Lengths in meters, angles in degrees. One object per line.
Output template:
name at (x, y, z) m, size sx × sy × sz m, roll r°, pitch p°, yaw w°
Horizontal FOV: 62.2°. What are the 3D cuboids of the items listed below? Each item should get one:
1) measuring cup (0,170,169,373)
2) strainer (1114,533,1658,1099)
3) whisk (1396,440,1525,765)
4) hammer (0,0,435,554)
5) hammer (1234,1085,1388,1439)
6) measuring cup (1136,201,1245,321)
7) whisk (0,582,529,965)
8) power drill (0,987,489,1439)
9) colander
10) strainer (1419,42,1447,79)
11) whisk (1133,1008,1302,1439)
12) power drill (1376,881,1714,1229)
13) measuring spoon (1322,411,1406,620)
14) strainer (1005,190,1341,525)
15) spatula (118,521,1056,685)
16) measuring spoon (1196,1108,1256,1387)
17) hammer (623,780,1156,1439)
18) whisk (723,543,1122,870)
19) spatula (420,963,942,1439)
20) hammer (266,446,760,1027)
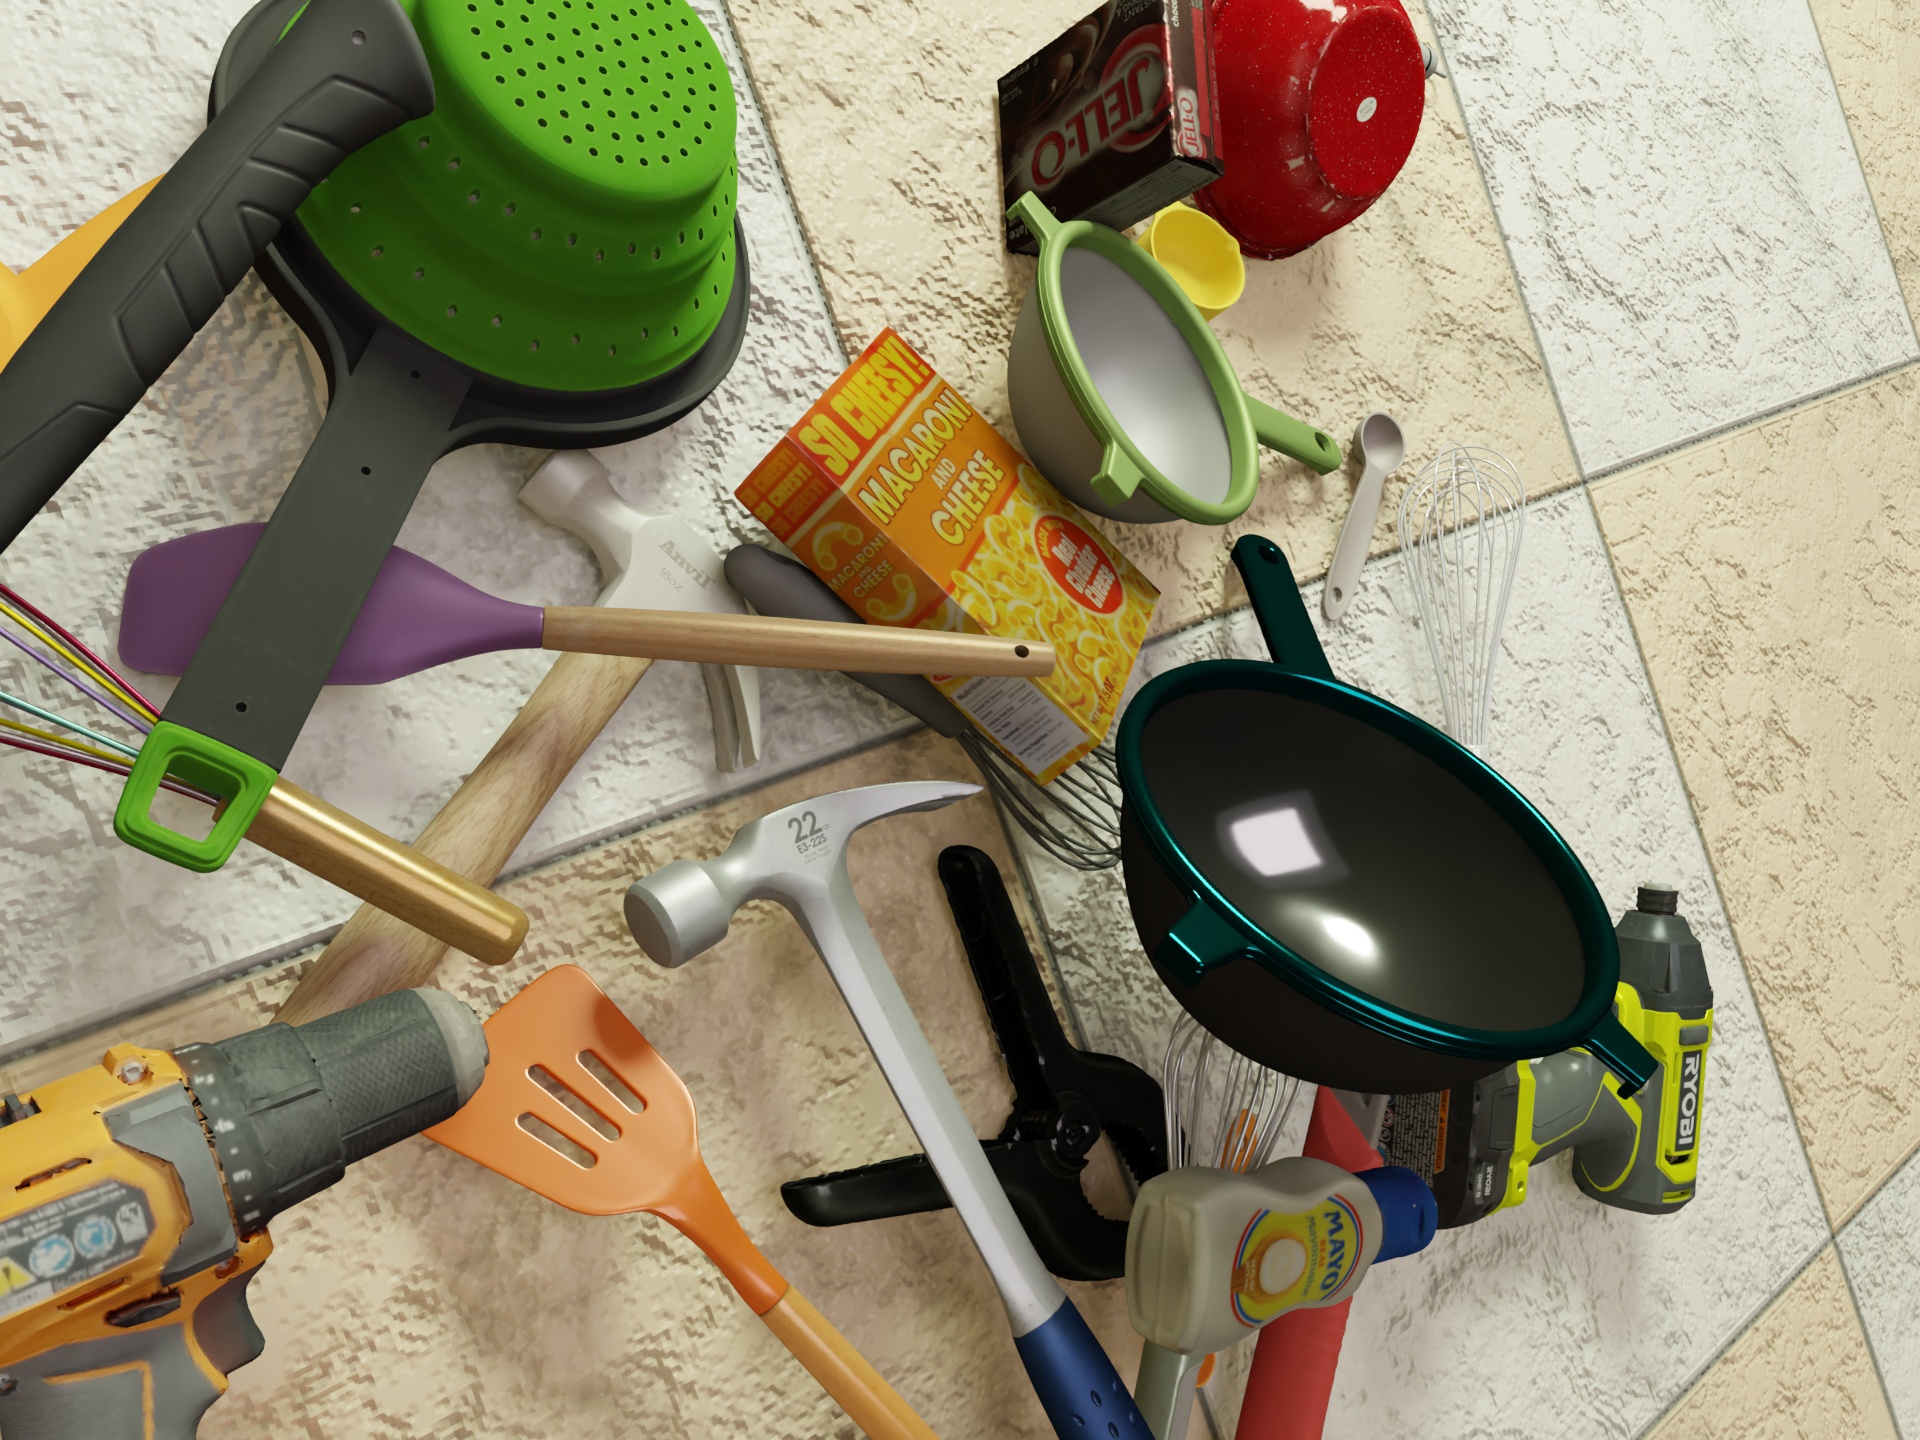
measuring cup at (-0.294, -0.134, 0.493) m, size 0.095 × 0.052 × 0.174 m, roll 48°, pitch 61°, yaw -17°
strainer at (0.141, 0.038, 0.687) m, size 0.211 × 0.095 × 0.341 m, roll 16°, pitch 34°, yaw -13°
whisk at (0.270, -0.010, 0.850) m, size 0.070 × 0.070 × 0.285 m, roll 5°, pitch 82°, yaw -33°
hammer at (-0.262, -0.079, 0.434) m, size 0.146 × 0.035 × 0.335 m, roll 37°, pitch 79°, yaw -16°
hammer at (0.156, 0.213, 0.709) m, size 0.036 × 0.149 × 0.359 m, roll 28°, pitch 75°, yaw -56°
measuring cup at (0.085, -0.266, 0.798) m, size 0.062 × 0.029 × 0.156 m, roll -30°, pitch 86°, yaw -34°
whisk at (-0.246, 0.012, 0.488) m, size 0.244 × 0.051 × 0.047 m, roll 32°, pitch 87°, yaw -16°
power drill at (-0.203, 0.197, 0.448) m, size 0.185 × 0.084 × 0.226 m, roll -20°, pitch 104°, yaw -35°
colander at (-0.163, -0.139, 0.518) m, size 0.204 × 0.094 × 0.397 m, roll 29°, pitch 56°, yaw -24°
strainer at (0.192, -0.391, 0.880) m, size 0.258 × 0.050 × 0.087 m, roll 1°, pitch 36°, yaw -39°
whisk at (0.094, 0.227, 0.649) m, size 0.057 × 0.059 × 0.246 m, roll 30°, pitch 70°, yaw -60°
power drill at (0.300, 0.168, 0.807) m, size 0.223 × 0.080 × 0.171 m, roll 4°, pitch 91°, yaw -35°
measuring spoon at (0.210, -0.109, 0.855) m, size 0.034 × 0.018 × 0.124 m, roll 27°, pitch 73°, yaw -27°
strainer at (0.099, -0.141, 0.763) m, size 0.256 × 0.069 × 0.152 m, roll 7°, pitch 62°, yaw -51°
spatula at (-0.119, -0.033, 0.555) m, size 0.315 × 0.018 × 0.060 m, roll 4°, pitch 68°, yaw -13°
measuring spoon at (0.110, 0.225, 0.684) m, size 0.021 × 0.011 × 0.117 m, roll 25°, pitch 72°, yaw -35°
hammer at (0.029, 0.210, 0.595) m, size 0.144 × 0.035 × 0.405 m, roll -28°, pitch 91°, yaw -33°
whisk at (-0.001, -0.001, 0.656) m, size 0.238 × 0.055 × 0.055 m, roll 35°, pitch 63°, yaw -28°
spatula at (-0.055, 0.223, 0.569) m, size 0.322 × 0.041 × 0.081 m, roll 50°, pitch 51°, yaw -10°
hammer at (-0.179, 0.059, 0.546) m, size 0.130 × 0.031 × 0.331 m, roll 41°, pitch 61°, yaw -20°
